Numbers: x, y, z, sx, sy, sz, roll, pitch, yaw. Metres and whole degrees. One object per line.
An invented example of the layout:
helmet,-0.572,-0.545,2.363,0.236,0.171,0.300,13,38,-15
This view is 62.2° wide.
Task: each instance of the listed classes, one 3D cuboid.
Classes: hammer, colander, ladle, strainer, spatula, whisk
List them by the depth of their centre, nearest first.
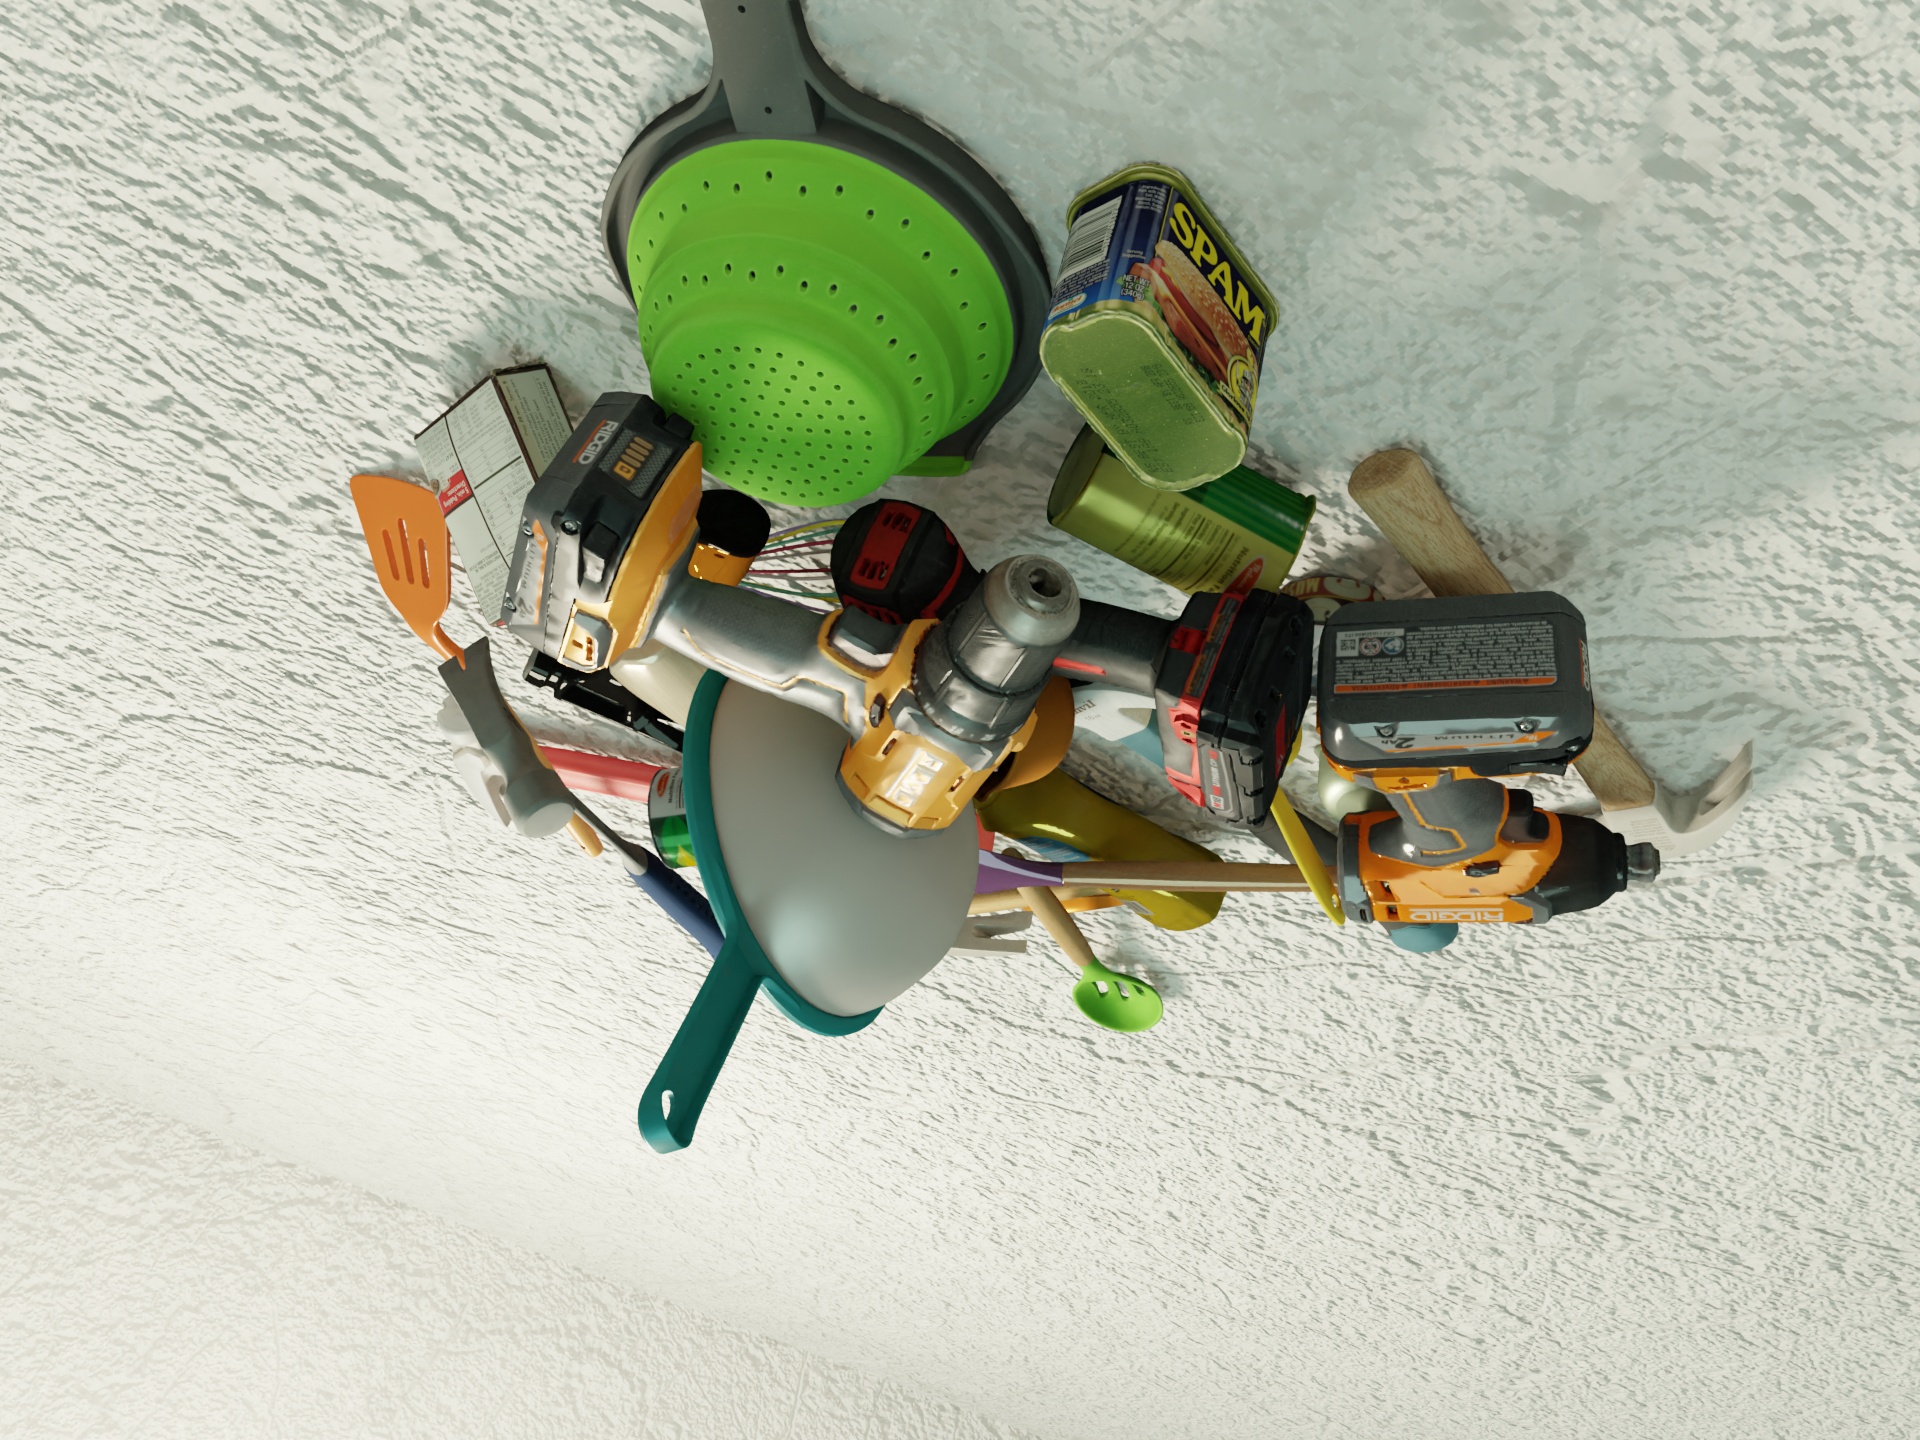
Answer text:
colander,-0.079,-0.207,0.621,0.204,0.095,0.396,7,146,14
strainer,-0.059,0.079,0.768,0.095,0.340,0.210,-18,112,19
hammer,0.293,-0.022,0.800,0.130,0.031,0.331,-15,136,40
whisk,-0.131,-0.088,0.873,0.245,0.051,0.047,3,160,29
hammer,-0.160,-0.050,0.887,0.127,0.034,0.337,25,158,-15
spatula,0.087,0.091,0.947,0.316,0.018,0.059,0,142,12
hammer,0.184,0.058,0.966,0.330,0.033,0.128,33,145,-26
hammer,-0.082,0.056,0.975,0.146,0.038,0.410,0,151,23
spatula,-0.292,-0.019,1.009,0.081,0.041,0.322,14,145,29
hammer,-0.222,0.083,1.057,0.035,0.144,0.405,-34,152,-5
hammer,-0.167,0.061,1.115,0.386,0.038,0.143,10,148,9
ladle,0.003,0.135,1.164,0.315,0.031,0.069,-14,138,35

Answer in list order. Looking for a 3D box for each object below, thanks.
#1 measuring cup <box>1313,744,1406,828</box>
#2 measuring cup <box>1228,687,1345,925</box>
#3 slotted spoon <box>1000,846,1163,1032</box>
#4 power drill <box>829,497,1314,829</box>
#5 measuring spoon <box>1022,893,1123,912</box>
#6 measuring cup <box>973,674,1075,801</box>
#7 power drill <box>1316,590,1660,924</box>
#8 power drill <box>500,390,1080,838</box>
measuring cup,0.237,0.013,0.867,0.083,0.038,0.167,8,149,12
measuring cup,0.187,0.043,0.873,0.029,0.062,0.156,-21,102,37
slotted spoon,0.083,0.158,1.129,0.070,0.031,0.313,-4,150,20
power drill,0.051,-0.028,0.761,0.220,0.078,0.143,18,160,18
measuring spoon,0.089,0.126,1.133,0.117,0.011,0.021,-12,139,41
measuring cup,-0.001,-0.003,0.922,0.052,0.095,0.174,-11,-177,-36
power drill,0.264,0.032,0.791,0.164,0.084,0.226,-2,146,19
power drill,-0.069,-0.048,0.671,0.226,0.084,0.185,29,146,-6
